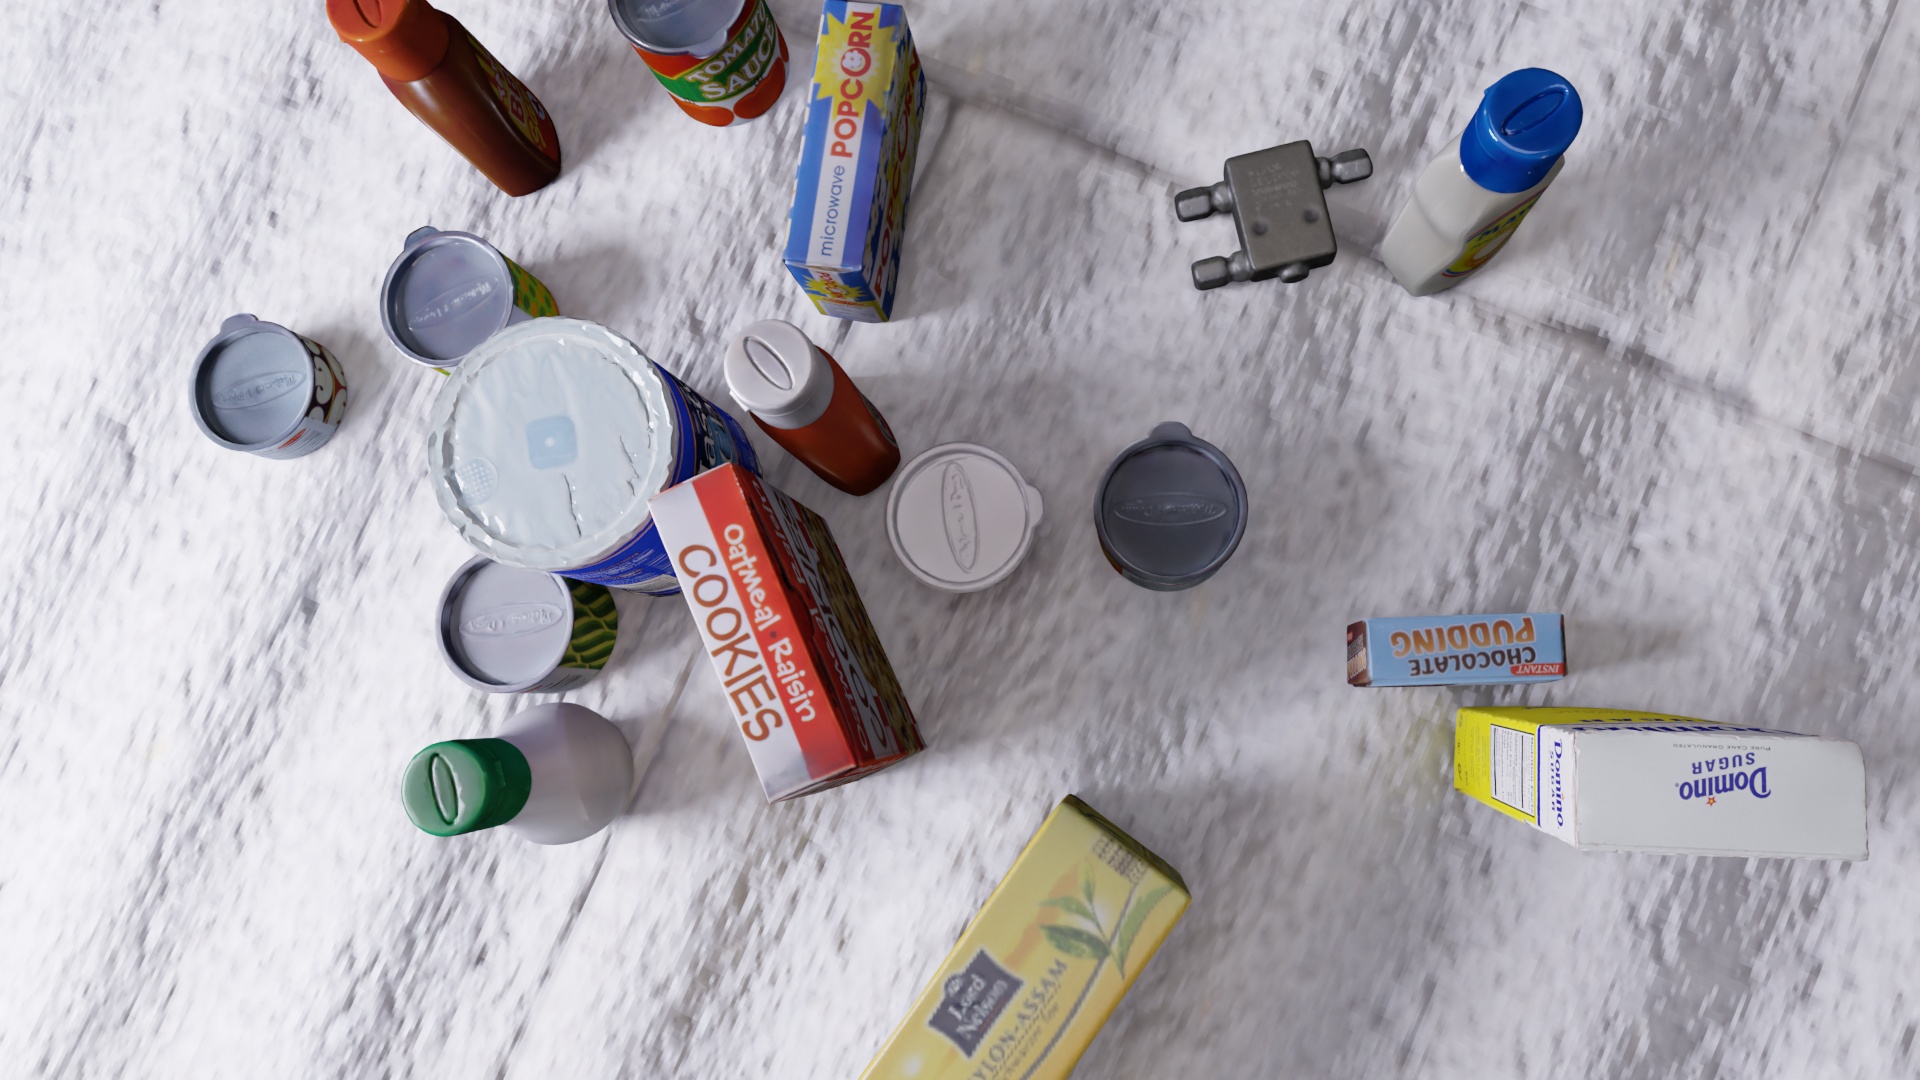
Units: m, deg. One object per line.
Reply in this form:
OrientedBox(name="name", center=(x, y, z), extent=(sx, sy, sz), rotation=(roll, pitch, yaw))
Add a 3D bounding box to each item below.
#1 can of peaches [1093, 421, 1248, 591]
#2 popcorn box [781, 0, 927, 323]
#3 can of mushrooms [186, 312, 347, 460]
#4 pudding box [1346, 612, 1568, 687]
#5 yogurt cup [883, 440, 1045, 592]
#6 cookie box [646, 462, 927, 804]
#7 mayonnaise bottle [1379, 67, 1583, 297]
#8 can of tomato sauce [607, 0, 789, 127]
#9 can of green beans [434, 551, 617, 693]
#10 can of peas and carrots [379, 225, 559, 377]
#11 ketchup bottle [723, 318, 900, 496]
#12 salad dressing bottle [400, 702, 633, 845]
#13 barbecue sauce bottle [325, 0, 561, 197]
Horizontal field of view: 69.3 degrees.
OrientedBox(name="can of peaches", center=(0.094, -0.013, 0.626), extent=(0.071, 0.058, 0.071), rotation=(-1, 83, 6))
OrientedBox(name="popcorn box", center=(-0.047, -0.174, 0.649), extent=(0.038, 0.085, 0.127), rotation=(7, 84, 7))
OrientedBox(name="can of mushrooms", center=(-0.347, -0.077, 0.697), extent=(0.071, 0.033, 0.071), rotation=(-1, 83, 6))
OrientedBox(name="pudding box", center=(0.215, 0.049, 0.608), extent=(0.084, 0.049, 0.030), rotation=(-2, 83, 6))
OrientedBox(name="yogurt cup", center=(0.002, -0.008, 0.638), extent=(0.072, 0.054, 0.072), rotation=(-1, 83, 6))
OrientedBox(name="cookie box", center=(-0.065, 0.041, 0.581), extent=(0.040, 0.167, 0.123), rotation=(-25, 81, 3))
OrientedBox(name="mayonnaise bottle", center=(0.219, -0.149, 0.584), extent=(0.065, 0.148, 0.041), rotation=(-34, 81, 2))
OrientedBox(name="can of tomato sauce", center=(-0.122, -0.245, 0.668), extent=(0.071, 0.083, 0.071), rotation=(-1, 83, 7))
OrientedBox(name="can of green beans", center=(-0.202, 0.039, 0.653), extent=(0.071, 0.058, 0.071), rotation=(-1, 83, 6))
OrientedBox(name="can of peas and carrots", center=(-0.238, -0.112, 0.676), extent=(0.071, 0.058, 0.071), rotation=(-1, 83, 6))
OrientedBox(name="ketchup bottle", center=(-0.065, -0.058, 0.604), extent=(0.043, 0.148, 0.065), rotation=(-43, 80, 0))
OrientedBox(name="salad dressing bottle", center=(-0.187, 0.102, 0.597), extent=(0.044, 0.147, 0.064), rotation=(-17, 82, 4))
OrientedBox(name="barbecue sauce bottle", center=(-0.237, -0.214, 0.644), extent=(0.043, 0.148, 0.065), rotation=(-27, 81, 3))
